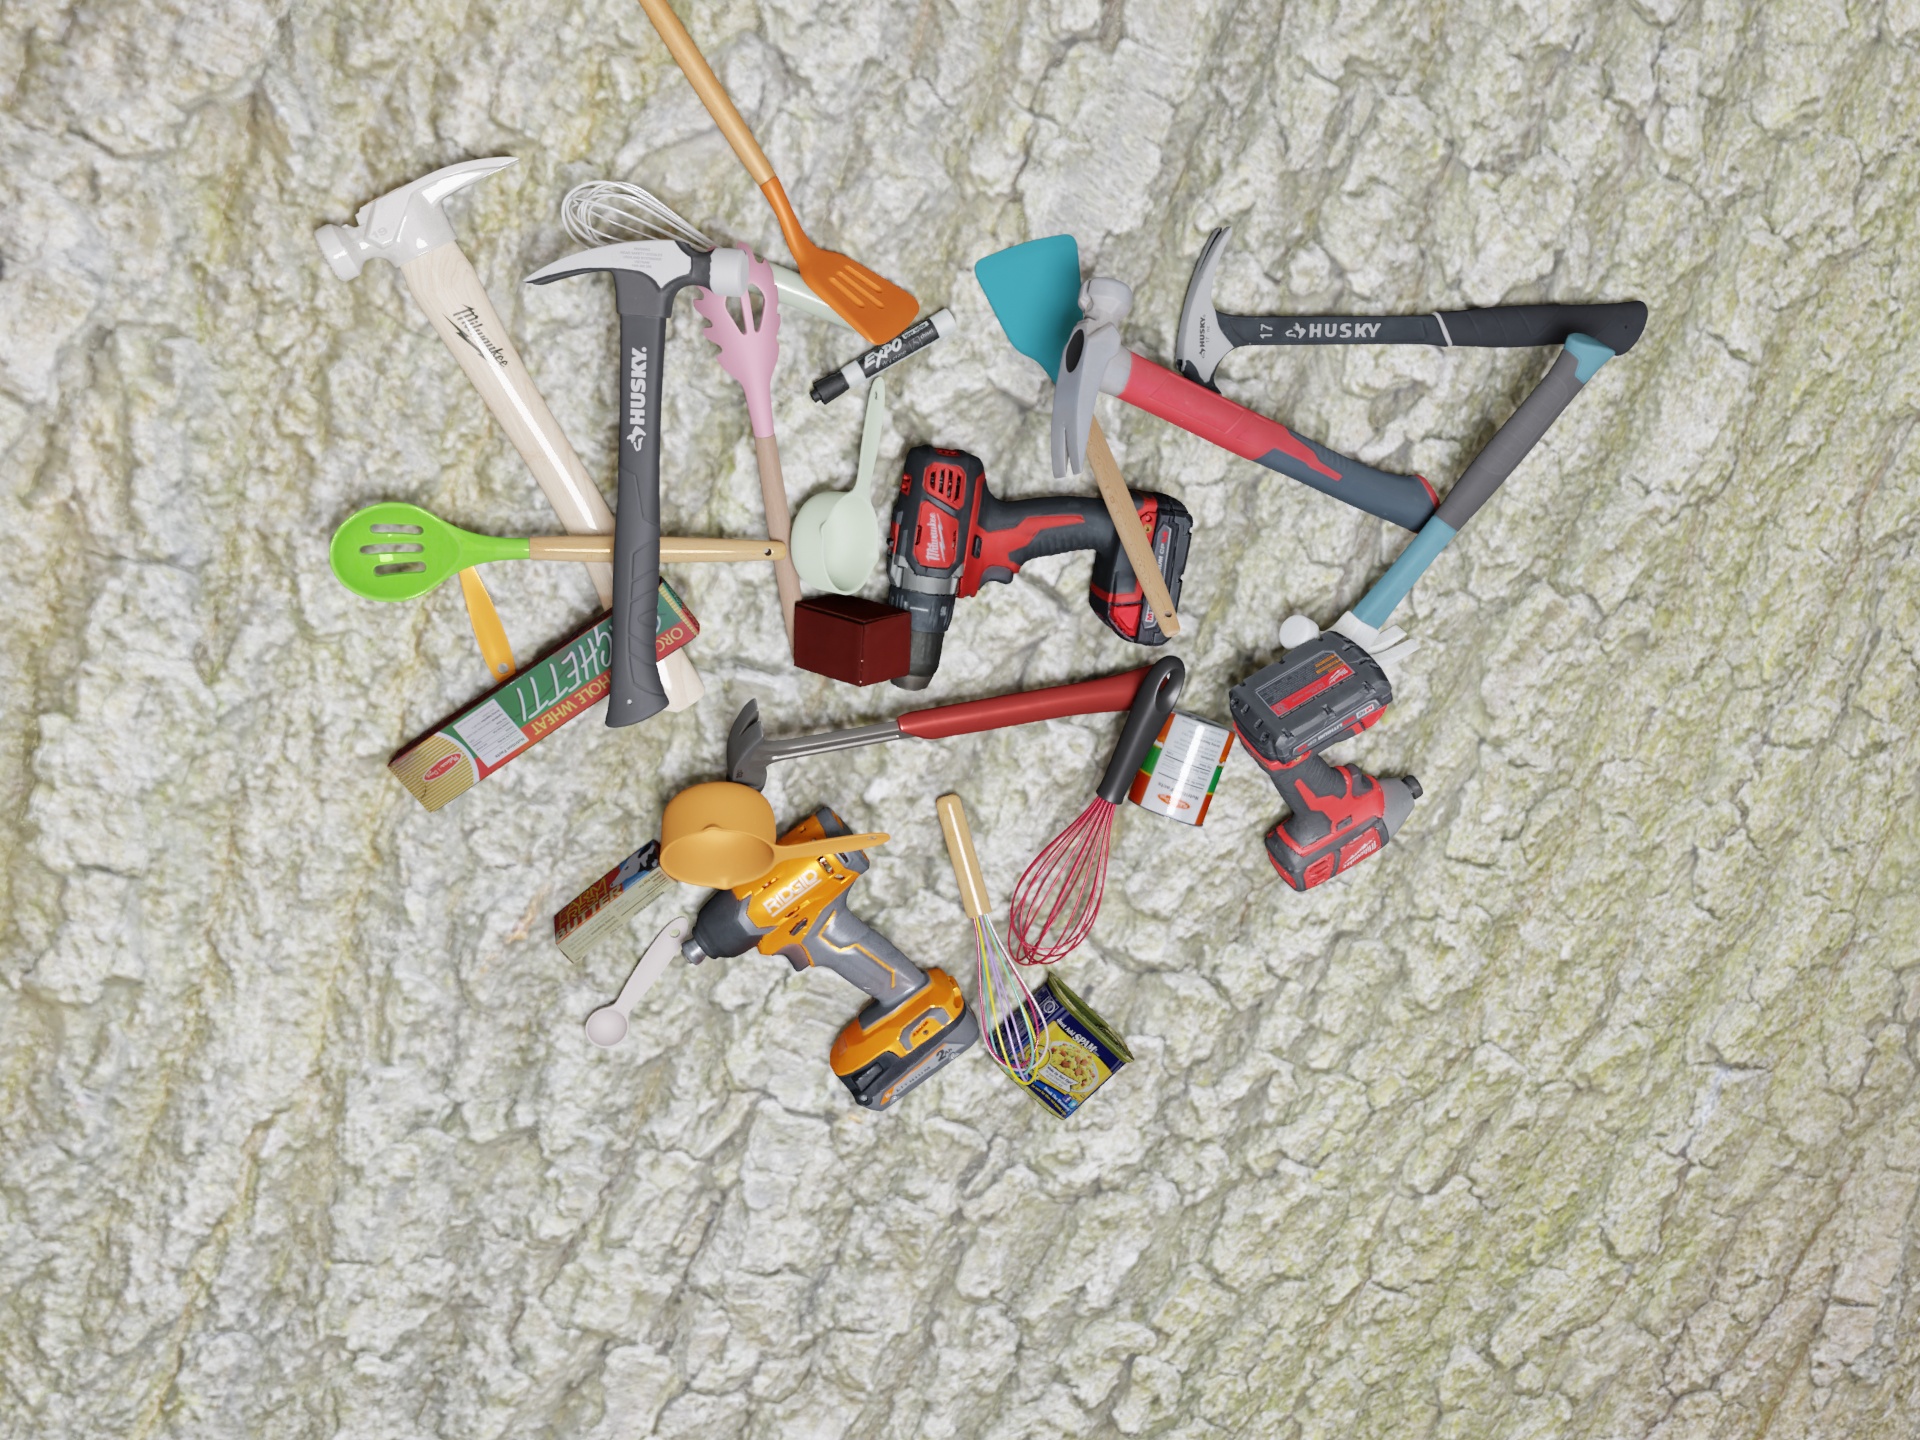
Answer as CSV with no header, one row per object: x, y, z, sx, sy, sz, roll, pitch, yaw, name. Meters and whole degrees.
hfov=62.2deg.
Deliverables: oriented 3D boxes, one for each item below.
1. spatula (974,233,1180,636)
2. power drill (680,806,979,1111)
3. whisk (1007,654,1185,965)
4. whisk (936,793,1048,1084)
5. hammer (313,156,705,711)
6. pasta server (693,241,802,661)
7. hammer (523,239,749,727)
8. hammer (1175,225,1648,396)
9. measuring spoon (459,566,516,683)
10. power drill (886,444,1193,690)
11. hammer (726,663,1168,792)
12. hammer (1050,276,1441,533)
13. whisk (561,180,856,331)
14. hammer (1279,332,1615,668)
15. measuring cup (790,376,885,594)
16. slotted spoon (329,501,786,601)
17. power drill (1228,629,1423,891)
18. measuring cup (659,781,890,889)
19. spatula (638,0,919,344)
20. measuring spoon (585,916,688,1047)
0.100,-0.209,1.181,0.082,0.044,0.318,-19,76,-9,spatula
-0.106,0.202,1.281,0.164,0.084,0.226,-36,107,-1,power drill
0.112,0.079,1.289,0.073,0.073,0.295,18,109,-19,whisk
0.022,0.179,1.301,0.047,0.051,0.245,-16,91,-30,whisk
-0.285,-0.191,1.143,0.146,0.038,0.410,-29,111,-6,hammer
-0.141,-0.186,1.165,0.060,0.040,0.316,-15,121,-14,pasta server
-0.228,-0.159,1.097,0.146,0.035,0.334,5,102,3,hammer
0.367,-0.319,1.275,0.409,0.036,0.149,-5,106,-14,hammer
-0.352,-0.079,1.174,0.021,0.011,0.116,-18,113,-10,measuring spoon
0.051,-0.107,1.234,0.226,0.080,0.188,6,104,-13,power drill
-0.002,-0.004,1.233,0.359,0.149,0.037,-10,72,-17,hammer
0.230,-0.198,1.213,0.386,0.038,0.143,16,81,-34,hammer
-0.163,-0.323,1.135,0.246,0.058,0.059,17,135,-21,whisk
0.398,-0.170,1.277,0.128,0.033,0.331,21,113,-42,hammer
-0.088,-0.178,1.194,0.083,0.038,0.167,21,78,-61,measuring cup
-0.280,-0.120,1.131,0.313,0.031,0.070,-2,108,-16,slotted spoon
0.308,0.039,1.313,0.143,0.079,0.219,-30,134,-4,power drill
-0.142,0.080,1.209,0.173,0.052,0.095,-6,146,-4,measuring cup
-0.142,-0.404,1.112,0.041,0.081,0.322,-21,112,37,spatula
-0.258,0.208,1.280,0.034,0.018,0.124,37,87,-21,measuring spoon
